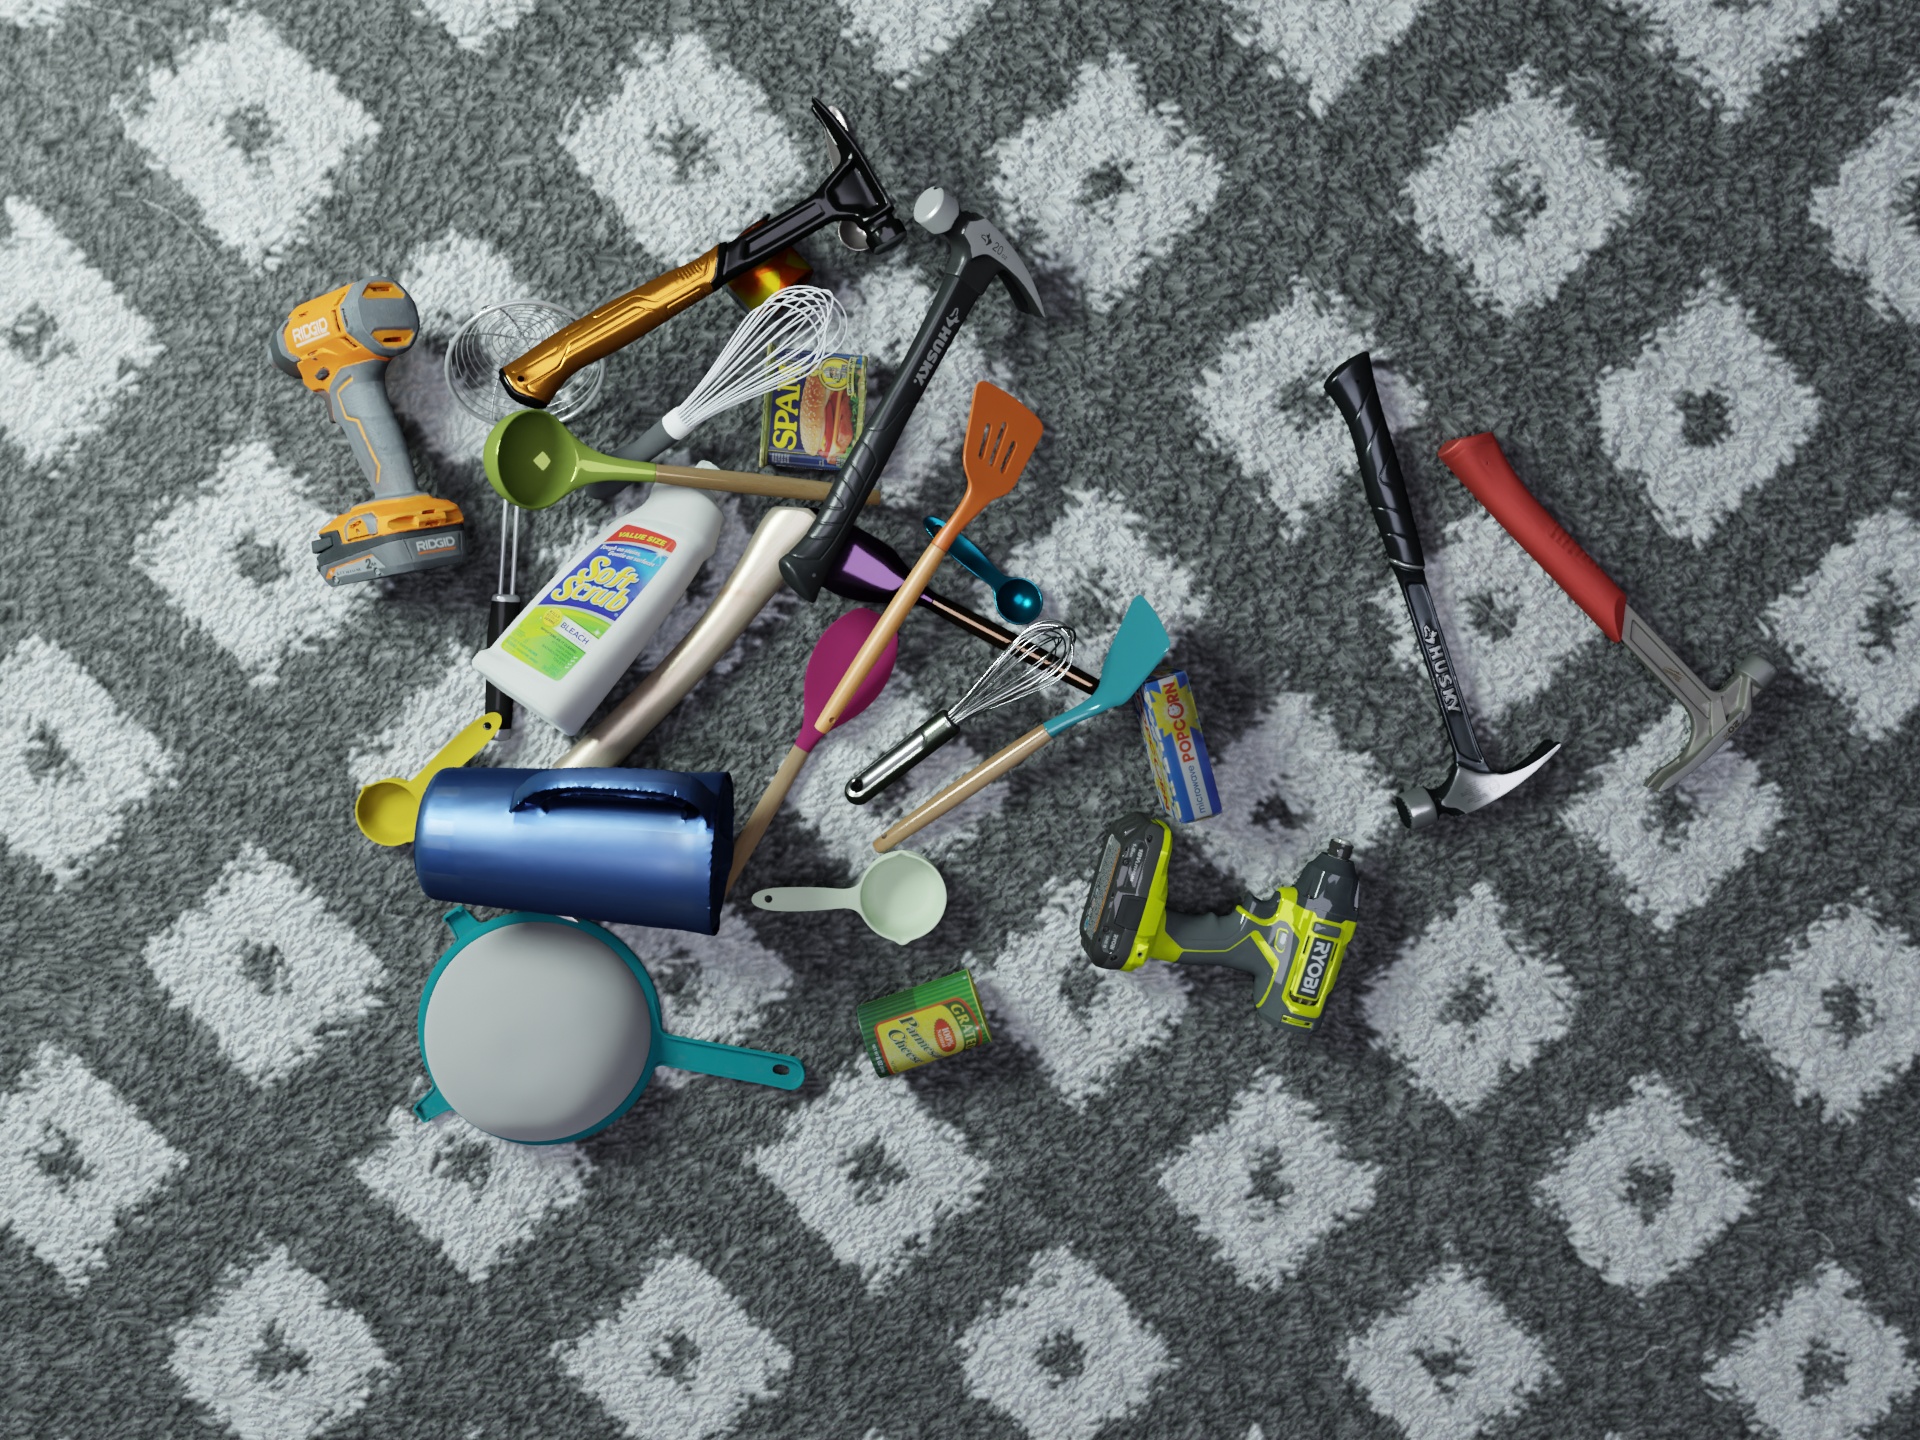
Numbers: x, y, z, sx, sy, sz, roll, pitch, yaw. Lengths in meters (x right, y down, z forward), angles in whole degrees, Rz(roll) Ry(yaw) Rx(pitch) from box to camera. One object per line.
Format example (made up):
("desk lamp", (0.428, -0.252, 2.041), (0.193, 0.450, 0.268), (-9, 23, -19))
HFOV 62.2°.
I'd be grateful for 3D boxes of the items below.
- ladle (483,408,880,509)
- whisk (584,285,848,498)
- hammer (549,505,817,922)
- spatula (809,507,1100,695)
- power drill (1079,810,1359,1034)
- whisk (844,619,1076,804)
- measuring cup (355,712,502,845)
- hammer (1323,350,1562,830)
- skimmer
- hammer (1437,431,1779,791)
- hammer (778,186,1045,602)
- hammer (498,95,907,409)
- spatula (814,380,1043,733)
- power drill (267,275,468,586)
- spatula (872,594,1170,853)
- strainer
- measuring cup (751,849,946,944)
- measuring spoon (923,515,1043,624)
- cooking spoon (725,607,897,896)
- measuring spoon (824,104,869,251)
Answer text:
("ladle", (-0.217, -0.196, 1.277), (0.320, 0.062, 0.078), (4, 98, -17))
("whisk", (-0.204, -0.257, 1.282), (0.284, 0.070, 0.070), (-31, 97, 26))
("hammer", (-0.251, -0.015, 1.350), (0.146, 0.038, 0.410), (43, 94, -8))
("spatula", (-0.002, -0.088, 1.367), (0.316, 0.018, 0.060), (27, 94, -4))
("power drill", (0.229, 0.163, 1.379), (0.223, 0.080, 0.171), (15, 96, -8))
("whisk", (-0.002, -0.004, 1.351), (0.246, 0.059, 0.058), (-37, 60, 12))
("measuring cup", (-0.446, 0.045, 1.352), (0.156, 0.029, 0.062), (-40, 97, 5))
("hammer", (0.397, -0.118, 1.374), (0.149, 0.036, 0.409), (-19, 96, -2))
("skimmer", (-0.365, -0.158, 1.306), (0.127, 0.090, 0.363), (2, 99, -27))
("hammer", (0.541, -0.107, 1.381), (0.359, 0.037, 0.149), (44, 93, -7))
("hammer", (-0.051, -0.248, 1.293), (0.146, 0.035, 0.335), (26, 93, -44))
("hammer", (-0.215, -0.351, 1.248), (0.337, 0.034, 0.127), (-32, 98, -4))
("spatula", (-0.035, -0.128, 1.335), (0.081, 0.041, 0.322), (27, 101, -37))
("power drill", (-0.488, -0.227, 1.282), (0.164, 0.084, 0.226), (-4, 100, 37))
("spatula", (0.047, 0.016, 1.352), (0.317, 0.082, 0.044), (-35, 128, 11))
("strainer", (-0.303, 0.286, 1.355), (0.340, 0.095, 0.211), (10, 96, -2))
("measuring cup", (-0.096, 0.151, 1.380), (0.167, 0.038, 0.083), (-1, 96, -1))
("measuring spoon", (0.016, -0.129, 1.367), (0.128, 0.021, 0.042), (42, 74, 3))
("cooking spoon", (-0.150, 0.046, 1.375), (0.068, 0.017, 0.319), (30, 93, -6))
("measuring spoon", (-0.094, -0.451, 1.328), (0.034, 0.018, 0.124), (-13, 90, -1))
